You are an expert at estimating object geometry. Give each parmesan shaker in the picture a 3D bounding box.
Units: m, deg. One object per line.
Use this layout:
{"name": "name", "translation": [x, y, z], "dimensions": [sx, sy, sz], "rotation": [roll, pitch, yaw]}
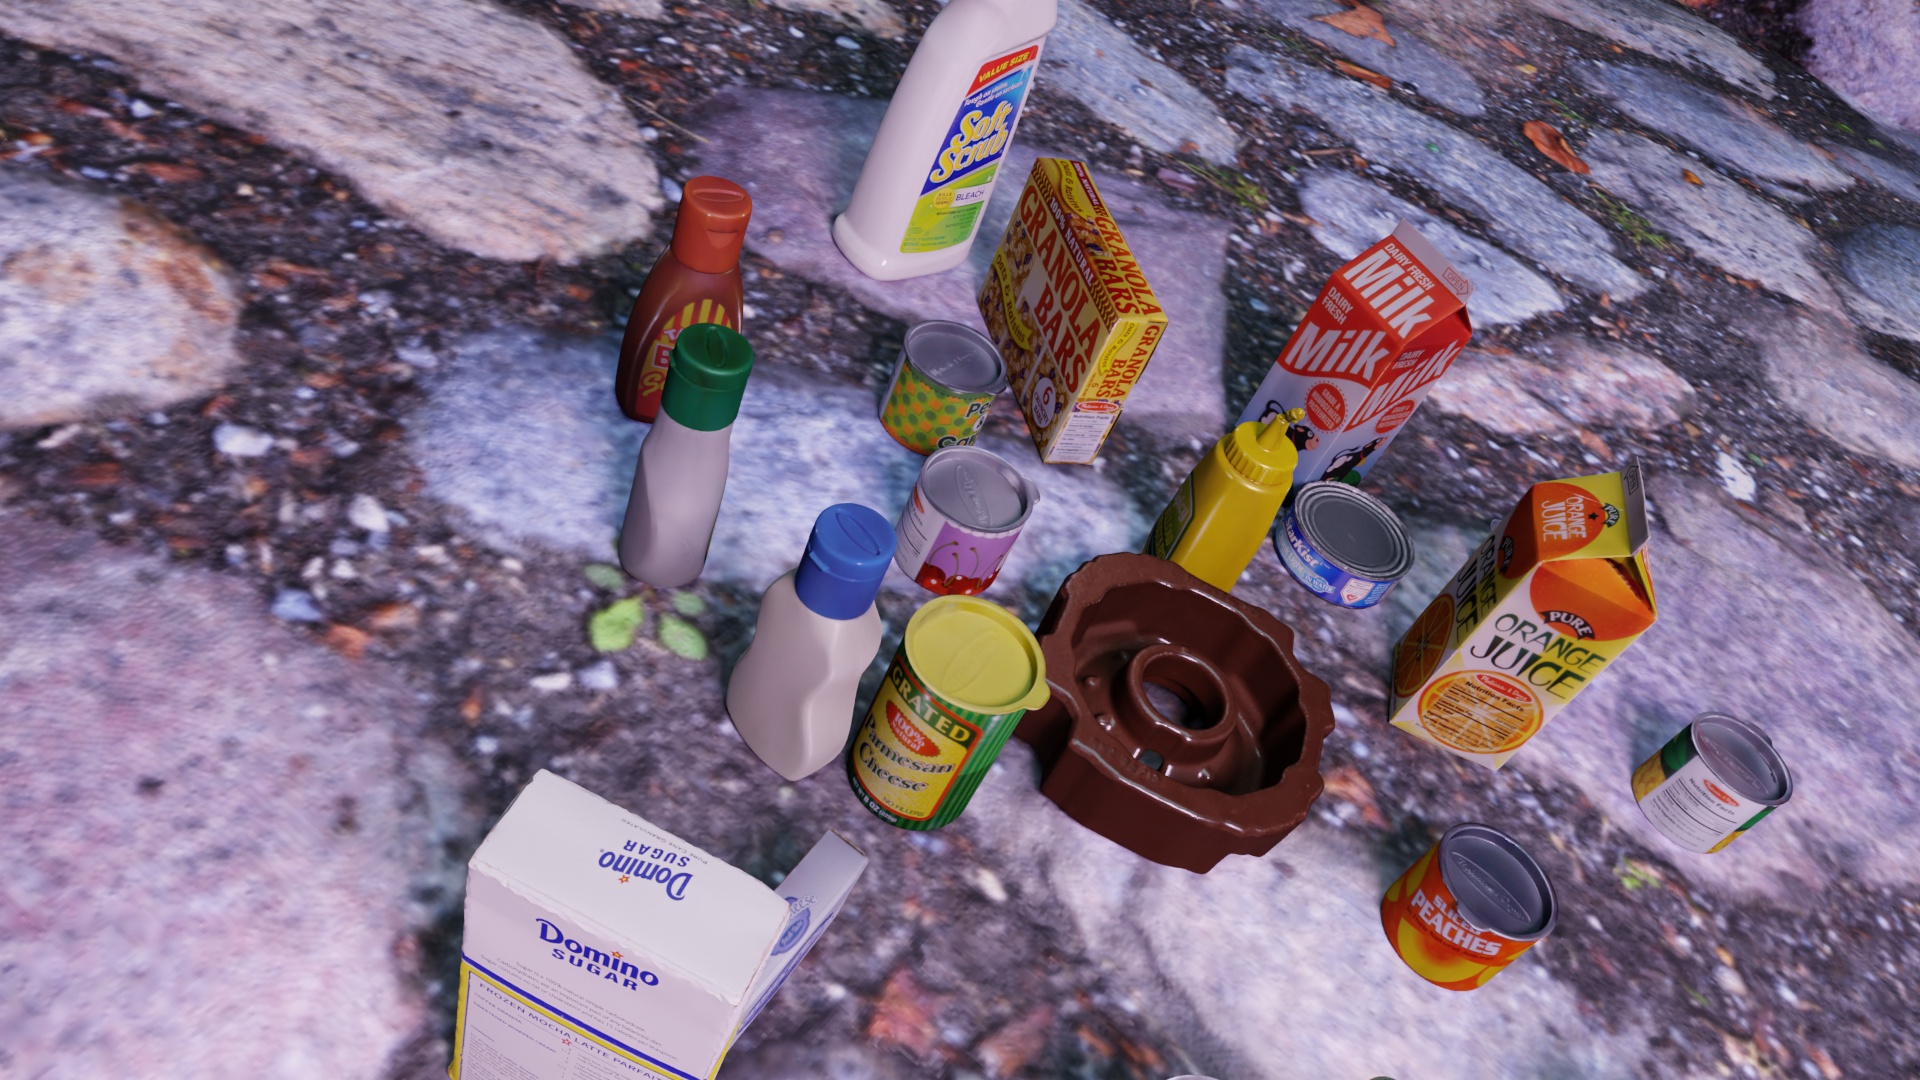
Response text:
{"name": "parmesan shaker", "translation": [-0.007, 0.085, 0.653], "dimensions": [0.071, 0.102, 0.072], "rotation": [13, 44, -13]}

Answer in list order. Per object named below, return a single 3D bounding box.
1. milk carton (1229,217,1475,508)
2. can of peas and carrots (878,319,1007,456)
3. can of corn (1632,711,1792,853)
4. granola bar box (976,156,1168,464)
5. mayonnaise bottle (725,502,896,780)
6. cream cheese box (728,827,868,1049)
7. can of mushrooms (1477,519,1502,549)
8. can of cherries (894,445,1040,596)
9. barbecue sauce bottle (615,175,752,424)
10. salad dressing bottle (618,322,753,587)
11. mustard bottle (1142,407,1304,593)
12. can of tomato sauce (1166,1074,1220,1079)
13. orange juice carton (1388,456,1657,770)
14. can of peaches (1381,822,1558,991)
{"name": "milk carton", "translation": [0.261, -0.114, 0.910], "dimensions": [0.074, 0.189, 0.072], "rotation": [-13, 55, -34]}
{"name": "can of peas and carrots", "translation": [-0.010, -0.092, 0.859], "dimensions": [0.071, 0.058, 0.071], "rotation": [13, 44, -13]}
{"name": "can of corn", "translation": [0.456, 0.146, 0.843], "dimensions": [0.071, 0.058, 0.071], "rotation": [13, 44, -13]}
{"name": "granola bar box", "translation": [0.068, -0.150, 0.904], "dimensions": [0.039, 0.123, 0.166], "rotation": [2, 48, -24]}
{"name": "mayonnaise bottle", "translation": [-0.066, 0.045, 0.631], "dimensions": [0.041, 0.147, 0.065], "rotation": [-25, 62, -40]}
{"name": "cream cheese box", "translation": [-0.081, 0.170, 0.571], "dimensions": [0.024, 0.053, 0.104], "rotation": [35, 43, 10]}
{"name": "can of mushrooms", "translation": [0.388, 0.017, 0.956], "dimensions": [0.071, 0.033, 0.071], "rotation": [13, 44, -13]}
{"name": "can of cherries", "translation": [0.003, -0.010, 0.784], "dimensions": [0.071, 0.058, 0.072], "rotation": [13, 44, -13]}
{"name": "barbecue sauce bottle", "translation": [-0.148, -0.129, 0.764], "dimensions": [0.065, 0.147, 0.044], "rotation": [-3, 50, -28]}
{"name": "salad dressing bottle", "translation": [-0.135, -0.040, 0.683], "dimensions": [0.044, 0.146, 0.064], "rotation": [3, 47, -22]}
{"name": "mustard bottle", "translation": [0.151, -0.021, 0.789], "dimensions": [0.049, 0.159, 0.066], "rotation": [16, 43, -10]}
{"name": "can of tomato sauce", "translation": [0.082, 0.256, 0.542], "dimensions": [0.071, 0.082, 0.071], "rotation": [13, 44, -13]}
{"name": "orange juice carton", "translation": [0.326, 0.040, 0.788], "dimensions": [0.073, 0.191, 0.072], "rotation": [25, 43, -1]}
{"name": "can of peaches", "translation": [0.257, 0.188, 0.709], "dimensions": [0.071, 0.057, 0.071], "rotation": [13, 44, -13]}
